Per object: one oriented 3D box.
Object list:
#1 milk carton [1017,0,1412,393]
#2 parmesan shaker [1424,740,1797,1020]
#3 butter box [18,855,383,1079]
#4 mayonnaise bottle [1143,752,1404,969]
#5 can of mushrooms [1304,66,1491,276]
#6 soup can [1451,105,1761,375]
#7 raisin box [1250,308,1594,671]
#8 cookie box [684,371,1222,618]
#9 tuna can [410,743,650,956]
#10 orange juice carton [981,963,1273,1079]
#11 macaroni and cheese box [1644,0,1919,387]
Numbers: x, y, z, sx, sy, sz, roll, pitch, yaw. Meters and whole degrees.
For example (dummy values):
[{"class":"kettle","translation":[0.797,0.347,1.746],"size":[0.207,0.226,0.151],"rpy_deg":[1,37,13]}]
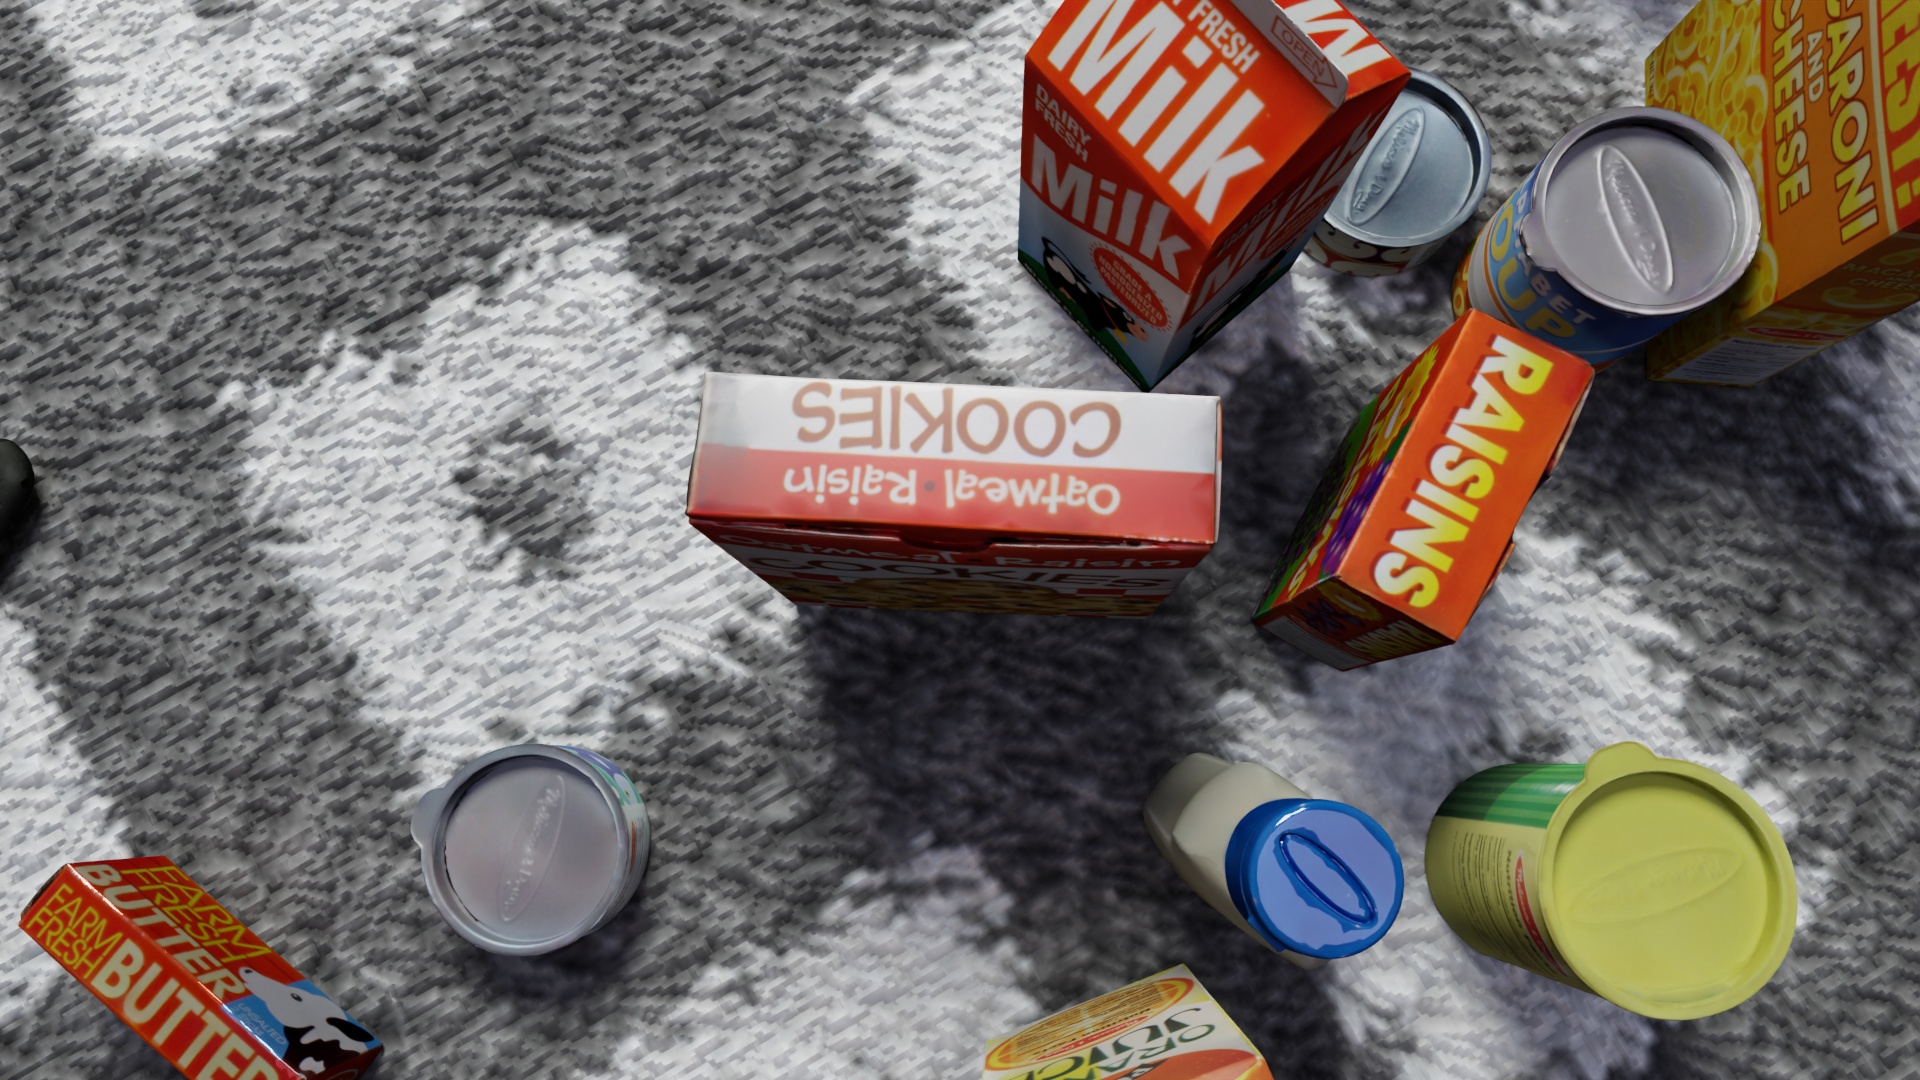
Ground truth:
[{"class":"milk carton","translation":[0.067,-0.113,0.405],"size":[0.073,0.190,0.072],"rpy_deg":[-41,82,-5]},{"class":"parmesan shaker","translation":[0.184,0.095,0.409],"size":[0.071,0.103,0.071],"rpy_deg":[0,81,2]},{"class":"butter box","translation":[-0.238,0.141,0.439],"size":[0.103,0.053,0.024],"rpy_deg":[37,84,7]},{"class":"mayonnaise bottle","translation":[0.087,0.089,0.390],"size":[0.065,0.148,0.041],"rpy_deg":[44,85,8]},{"class":"can of mushrooms","translation":[0.144,-0.129,0.485],"size":[0.071,0.033,0.071],"rpy_deg":[0,80,2]},{"class":"soup can","translation":[0.202,-0.091,0.451],"size":[0.071,0.083,0.071],"rpy_deg":[0,81,2]},{"class":"raisin box","translation":[0.133,-0.008,0.418],"size":[0.040,0.123,0.086],"rpy_deg":[29,83,6]},{"class":"cookie box","translation":[0.001,-0.005,0.399],"size":[0.123,0.167,0.040],"rpy_deg":[2,81,2]},{"class":"tuna can","translation":[-0.140,0.099,0.454],"size":[0.071,0.033,0.071],"rpy_deg":[0,80,2]},{"class":"orange juice carton","translation":[0.050,0.168,0.355],"size":[0.073,0.192,0.072],"rpy_deg":[-21,81,-2]},{"class":"macaroni and cheese box","translation":[0.259,-0.127,0.414],"size":[0.040,0.166,0.124],"rpy_deg":[4,81,2]}]
